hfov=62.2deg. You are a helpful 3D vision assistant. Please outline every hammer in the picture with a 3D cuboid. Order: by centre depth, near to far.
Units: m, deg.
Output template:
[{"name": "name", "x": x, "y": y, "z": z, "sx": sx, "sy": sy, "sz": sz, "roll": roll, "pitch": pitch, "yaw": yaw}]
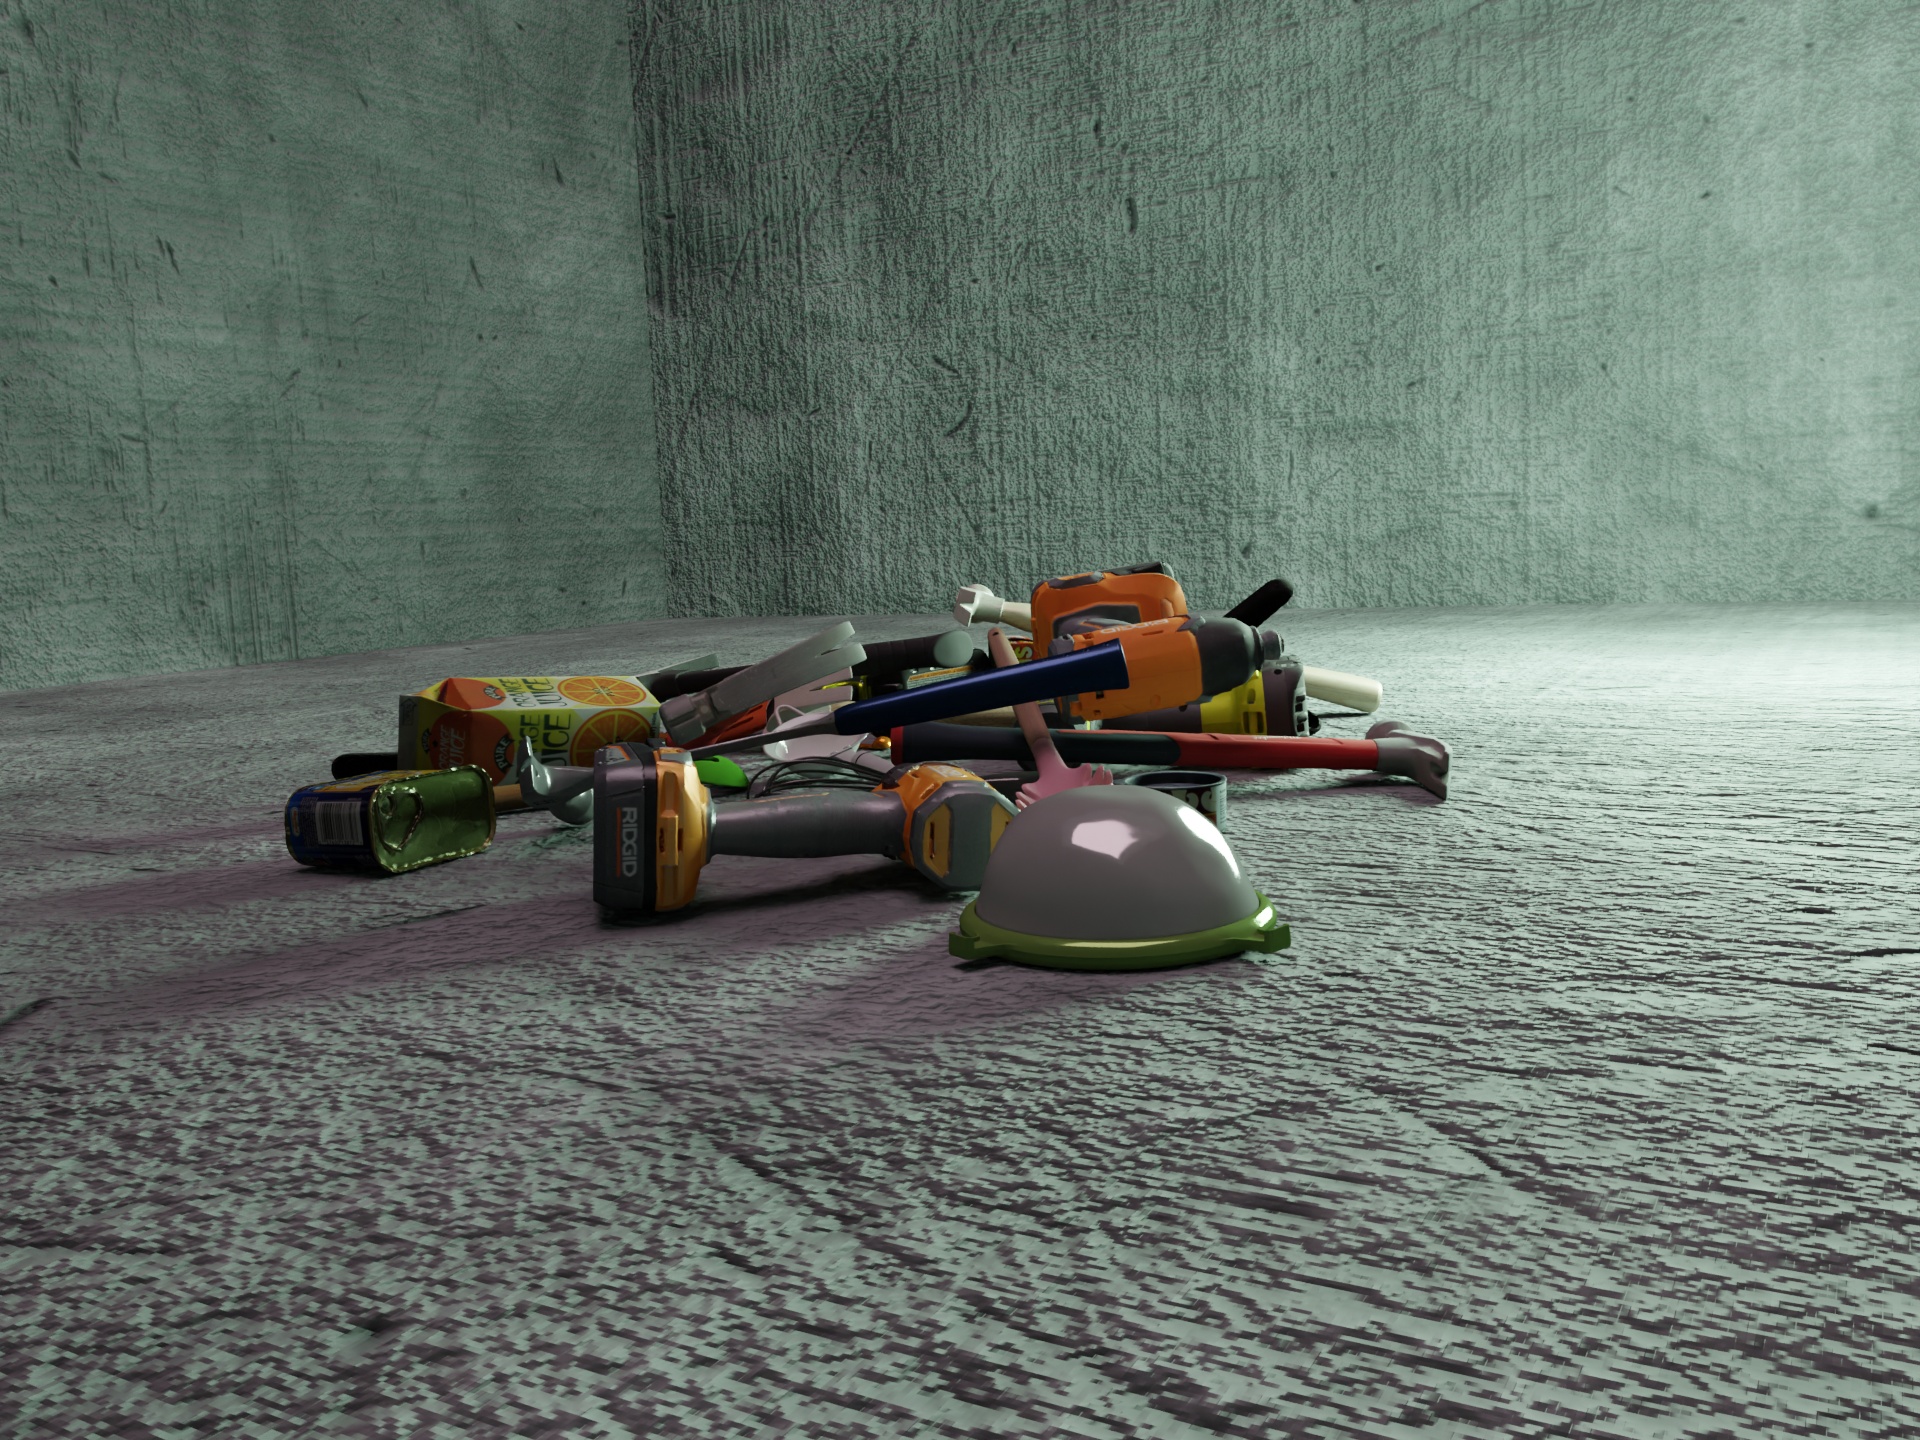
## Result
[{"name": "hammer", "x": -0.091, "y": 0.004, "z": 1.040, "sx": 0.405, "sy": 0.035, "sz": 0.144, "roll": -12, "pitch": -12, "yaw": 2}, {"name": "hammer", "x": 0.143, "y": 0.022, "z": 1.117, "sx": 0.386, "sy": 0.038, "sz": 0.143, "roll": 2, "pitch": 8, "yaw": 0}, {"name": "hammer", "x": -0.181, "y": -0.010, "z": 1.268, "sx": 0.149, "sy": 0.037, "sz": 0.359, "roll": -26, "pitch": 1, "yaw": -17}, {"name": "hammer", "x": -0.002, "y": -0.004, "z": 1.384, "sx": 0.331, "sy": 0.031, "sz": 0.130, "roll": 1, "pitch": -24, "yaw": -14}, {"name": "hammer", "x": -0.143, "y": -0.047, "z": 1.413, "sx": 0.335, "sy": 0.035, "sz": 0.146, "roll": -6, "pitch": 9, "yaw": 26}, {"name": "hammer", "x": 0.195, "y": -0.066, "z": 1.498, "sx": 0.410, "sy": 0.038, "sz": 0.146, "roll": 13, "pitch": 7, "yaw": 0}]

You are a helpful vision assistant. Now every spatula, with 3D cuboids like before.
[{"name": "spatula", "x": -0.323, "y": 0.011, "z": 1.473, "sx": 0.322, "sy": 0.041, "sz": 0.081, "roll": -5, "pitch": 27, "yaw": -4}]

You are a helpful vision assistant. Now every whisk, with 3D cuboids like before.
[{"name": "whisk", "x": -0.022, "y": 0.047, "z": 1.053, "sx": 0.239, "sy": 0.055, "sz": 0.055, "roll": -1, "pitch": 6, "yaw": -17}]

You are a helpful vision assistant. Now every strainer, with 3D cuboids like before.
[{"name": "strainer", "x": 0.078, "y": 0.059, "z": 0.810, "sx": 0.151, "sy": 0.069, "sz": 0.256, "roll": -2, "pitch": 9, "yaw": 5}, {"name": "strainer", "x": -0.078, "y": 0.034, "z": 1.210, "sx": 0.087, "sy": 0.050, "sz": 0.259, "roll": -24, "pitch": 22, "yaw": -25}]

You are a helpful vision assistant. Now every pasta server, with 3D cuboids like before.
[{"name": "pasta server", "x": 0.048, "y": -0.001, "z": 1.076, "sx": 0.060, "sy": 0.040, "sz": 0.316, "roll": -18, "pitch": 28, "yaw": 0}]

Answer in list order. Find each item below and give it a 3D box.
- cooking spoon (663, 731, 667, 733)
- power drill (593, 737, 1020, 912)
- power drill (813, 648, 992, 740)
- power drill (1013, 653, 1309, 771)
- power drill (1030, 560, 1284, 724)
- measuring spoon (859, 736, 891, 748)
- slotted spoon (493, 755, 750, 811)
[{"name": "cooking spoon", "x": -0.251, "y": -0.006, "z": 1.676, "sx": 0.069, "sy": 0.017, "sz": 0.319, "roll": -1, "pitch": 8, "yaw": 5}, {"name": "power drill", "x": -0.093, "y": 0.053, "z": 0.902, "sx": 0.226, "sy": 0.084, "sz": 0.185, "roll": 0, "pitch": 6, "yaw": -13}, {"name": "power drill", "x": -0.094, "y": -0.024, "z": 1.540, "sx": 0.190, "sy": 0.080, "sz": 0.229, "roll": -11, "pitch": 8, "yaw": -37}, {"name": "power drill", "x": 0.161, "y": -0.003, "z": 1.272, "sx": 0.223, "sy": 0.080, "sz": 0.171, "roll": -5, "pitch": 7, "yaw": 10}, {"name": "power drill", "x": 0.138, "y": -0.060, "z": 1.184, "sx": 0.164, "sy": 0.084, "sz": 0.227, "roll": -9, "pitch": 15, "yaw": -2}, {"name": "measuring spoon", "x": -0.110, "y": 0.018, "z": 1.453, "sx": 0.117, "sy": 0.011, "sz": 0.021, "roll": 2, "pitch": 8, "yaw": 34}, {"name": "slotted spoon", "x": -0.311, "y": 0.054, "z": 1.185, "sx": 0.313, "sy": 0.031, "sz": 0.070, "roll": -7, "pitch": 7, "yaw": -22}]
